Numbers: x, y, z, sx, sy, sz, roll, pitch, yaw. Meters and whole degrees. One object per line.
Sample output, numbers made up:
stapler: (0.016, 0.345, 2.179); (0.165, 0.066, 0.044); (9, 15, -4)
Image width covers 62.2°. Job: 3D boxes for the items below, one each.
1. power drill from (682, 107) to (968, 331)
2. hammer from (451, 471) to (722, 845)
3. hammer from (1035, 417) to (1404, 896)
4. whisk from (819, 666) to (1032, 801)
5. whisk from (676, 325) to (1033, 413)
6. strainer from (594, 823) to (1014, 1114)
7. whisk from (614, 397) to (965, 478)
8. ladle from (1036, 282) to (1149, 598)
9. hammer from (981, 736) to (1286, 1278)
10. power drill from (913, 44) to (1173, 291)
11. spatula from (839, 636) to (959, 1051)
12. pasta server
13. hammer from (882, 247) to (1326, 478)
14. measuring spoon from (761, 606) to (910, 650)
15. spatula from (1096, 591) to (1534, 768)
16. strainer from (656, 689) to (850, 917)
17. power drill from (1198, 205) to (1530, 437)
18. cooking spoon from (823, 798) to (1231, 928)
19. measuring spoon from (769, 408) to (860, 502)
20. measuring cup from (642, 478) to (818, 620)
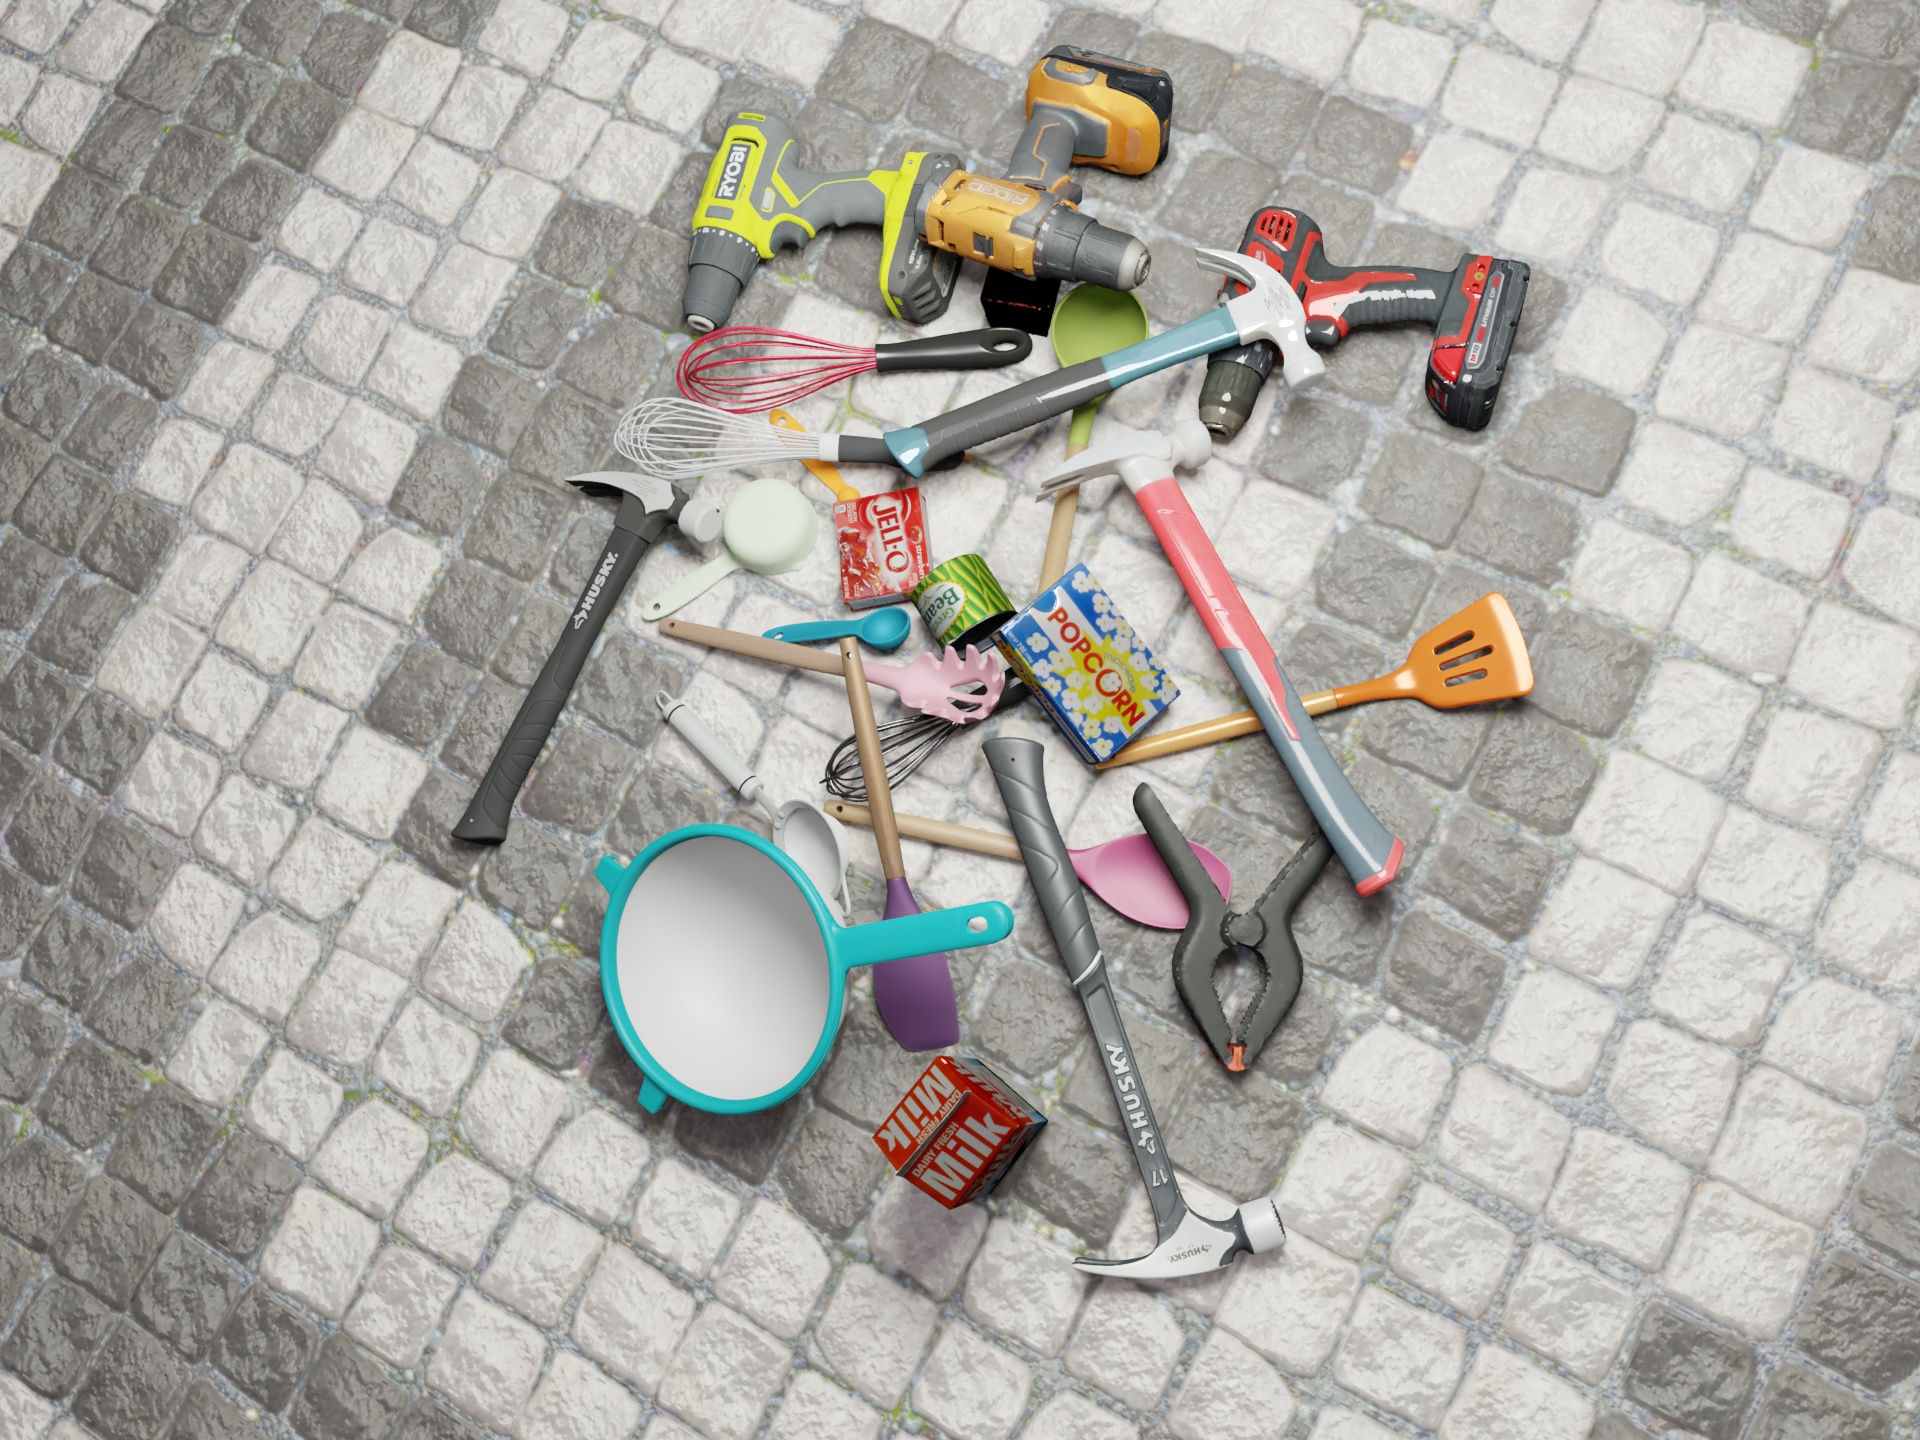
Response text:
power drill: (-0.117, -0.404, 1.329); (0.228, 0.080, 0.190); (13, 80, 16)
hammer: (-0.326, -0.050, 1.297); (0.146, 0.035, 0.335); (25, 86, 28)
hammer: (0.197, -0.043, 1.159); (0.143, 0.038, 0.387); (-21, 72, -17)
whisk: (-0.002, -0.005, 1.230); (0.239, 0.055, 0.055); (-29, 74, -1)
whisk: (-0.088, -0.296, 1.310); (0.296, 0.073, 0.073); (-5, 76, 2)
strainer: (-0.102, 0.164, 1.154); (0.340, 0.095, 0.211); (-13, 86, 25)
whisk: (-0.138, -0.224, 1.290); (0.284, 0.070, 0.070); (3, 78, -1)
ladle: (0.087, -0.194, 1.238); (0.078, 0.062, 0.320); (11, 75, 4)
hammer: (0.094, 0.202, 1.158); (0.149, 0.036, 0.409); (-21, 77, 7)
power drill: (0.094, -0.426, 1.248); (0.185, 0.084, 0.226); (23, 58, 17)
spatula: (-0.056, 0.093, 1.194); (0.060, 0.018, 0.316); (-11, 91, 8)
pasta server: (-0.106, -0.048, 1.239); (0.316, 0.040, 0.060); (13, 72, 24)
hammer: (0.099, -0.259, 1.215); (0.331, 0.033, 0.128); (-20, 77, 9)
measuring spoon: (-0.099, -0.067, 1.278); (0.128, 0.021, 0.042); (-4, 46, 18)
spatula: (0.255, -0.013, 1.186); (0.322, 0.041, 0.081); (-15, 74, 8)
strainer: (-0.157, 0.057, 1.247); (0.259, 0.050, 0.086); (42, 131, 22)
power drill: (0.302, -0.289, 1.225); (0.227, 0.080, 0.188); (17, 81, 17)
cooking spoon: (0.047, 0.098, 1.210); (0.319, 0.017, 0.069); (12, 83, 12)
measuring spoon: (-0.123, -0.219, 1.319); (0.021, 0.011, 0.117); (-40, 73, -1)
measuring cup: (-0.195, -0.135, 1.298); (0.167, 0.038, 0.083); (-34, 73, -1)
